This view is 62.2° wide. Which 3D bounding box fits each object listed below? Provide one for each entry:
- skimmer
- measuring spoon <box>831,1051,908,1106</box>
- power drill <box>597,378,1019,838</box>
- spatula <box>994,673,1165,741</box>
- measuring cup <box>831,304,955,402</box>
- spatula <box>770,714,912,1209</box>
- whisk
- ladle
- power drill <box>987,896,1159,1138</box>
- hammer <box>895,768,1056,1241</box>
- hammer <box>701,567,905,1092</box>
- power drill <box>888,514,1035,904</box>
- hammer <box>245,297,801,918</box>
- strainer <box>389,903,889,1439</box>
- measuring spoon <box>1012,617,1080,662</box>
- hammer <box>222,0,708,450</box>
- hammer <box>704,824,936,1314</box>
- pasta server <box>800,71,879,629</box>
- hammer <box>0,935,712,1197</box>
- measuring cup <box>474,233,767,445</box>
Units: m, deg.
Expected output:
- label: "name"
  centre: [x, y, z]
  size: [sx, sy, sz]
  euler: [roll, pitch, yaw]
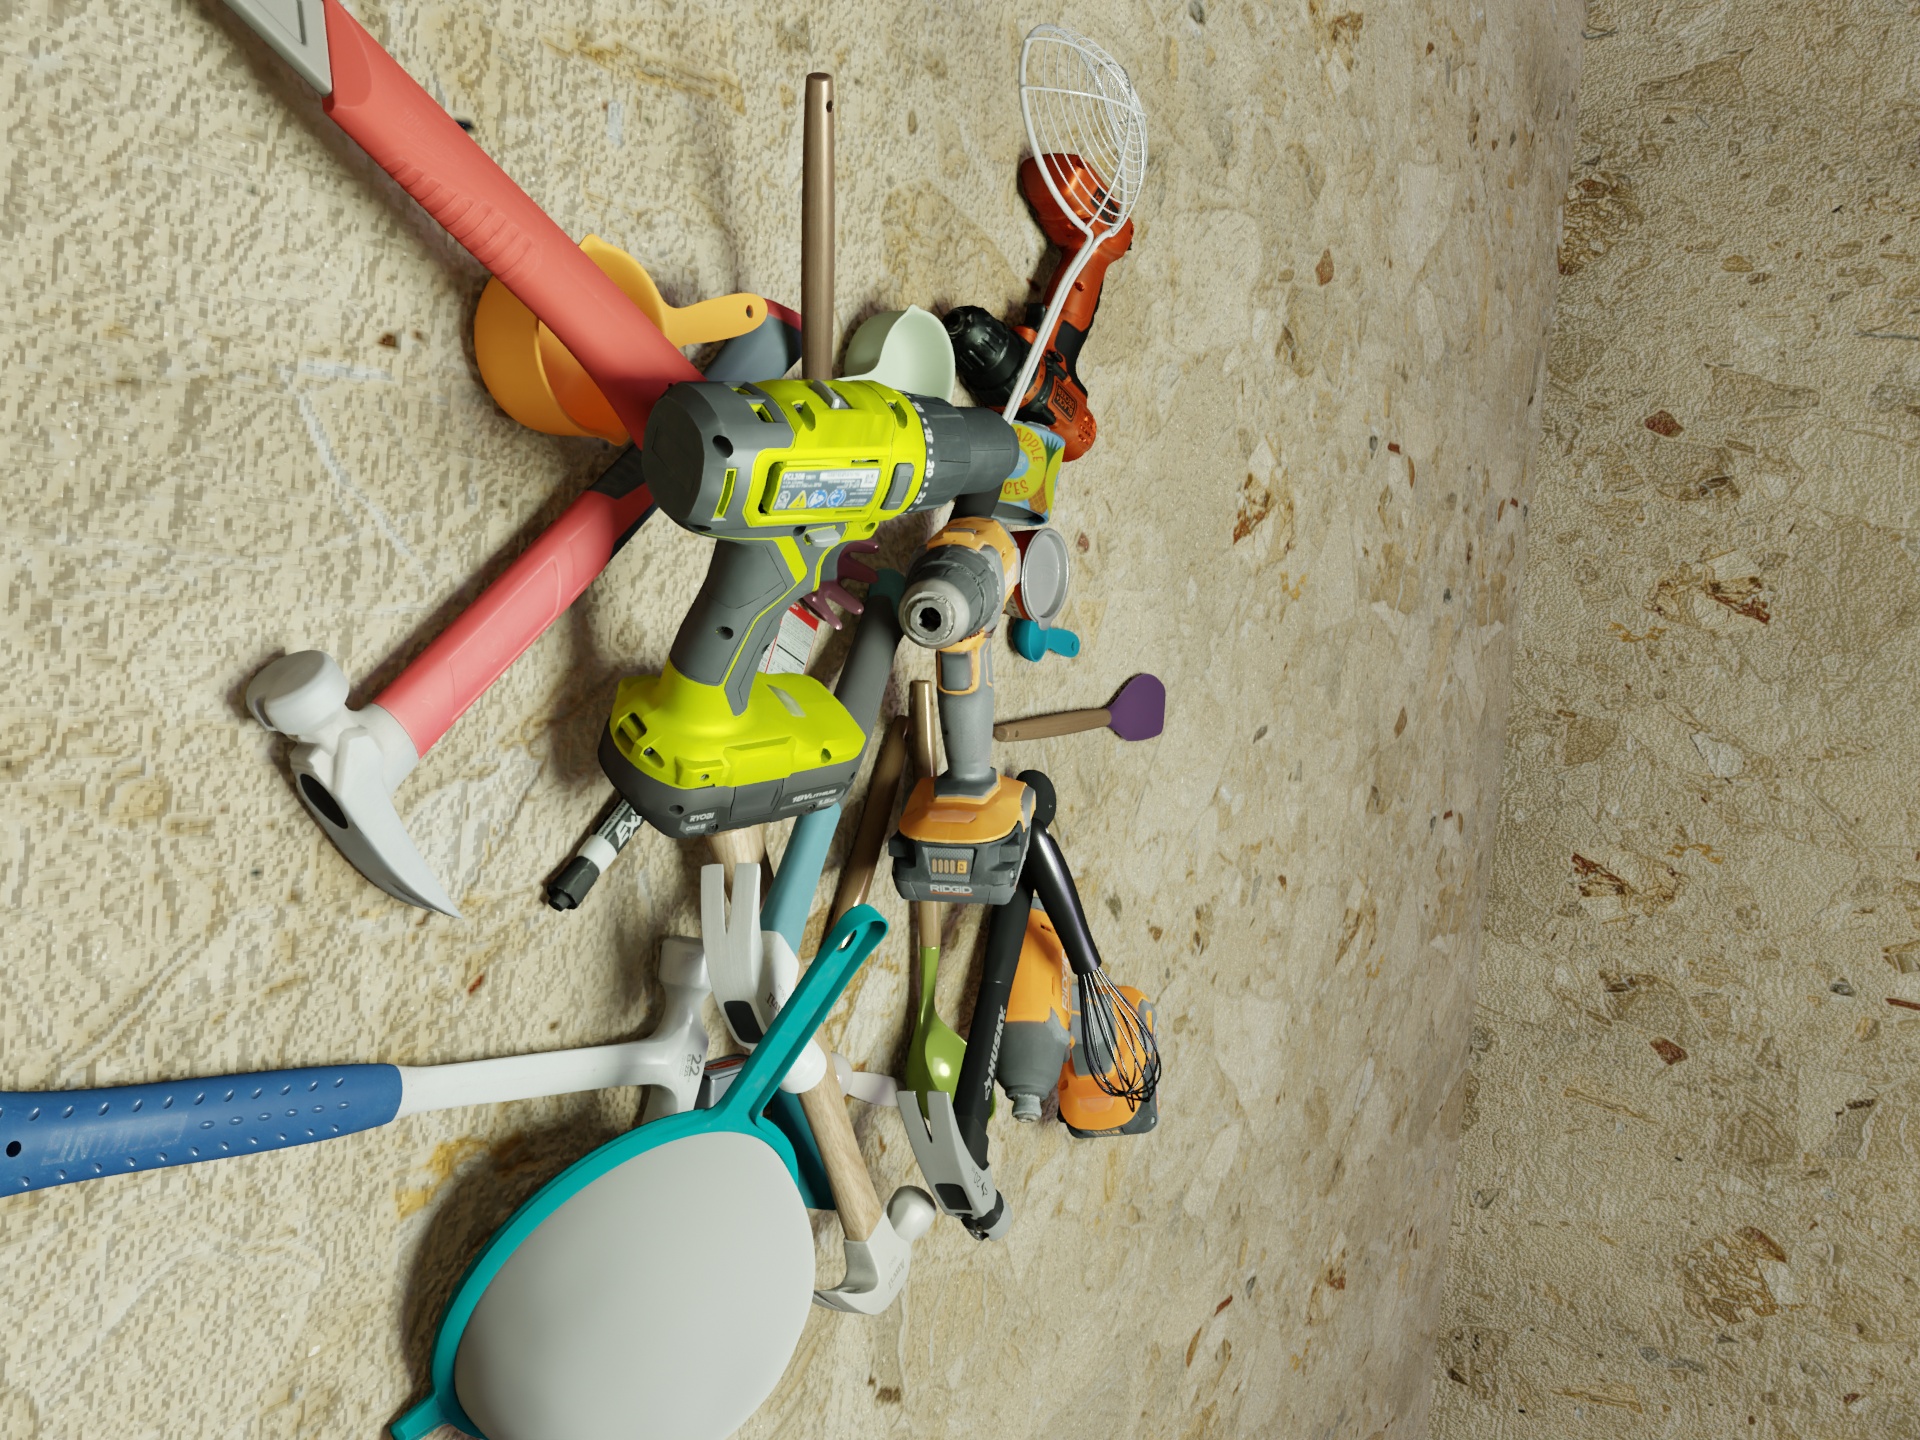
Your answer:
- label: "skimmer"
  centre: [0.024, -0.246, 1.016]
  size: [0.127, 0.090, 0.363]
  euler: [-17, 136, -57]
- label: "measuring spoon"
  centre: [-0.061, 0.249, 1.079]
  size: [0.124, 0.018, 0.034]
  euler: [35, 67, -58]
- label: "power drill"
  centre: [-0.076, -0.060, 0.774]
  size: [0.190, 0.080, 0.228]
  euler: [-9, 134, -40]
- label: "spatula"
  centre: [0.107, -0.003, 1.309]
  size: [0.316, 0.018, 0.060]
  euler: [-9, 103, -60]
- label: "measuring cup"
  centre: [-0.068, -0.201, 0.955]
  size: [0.167, 0.038, 0.083]
  euler: [-29, 122, -46]
- label: "spatula"
  centre: [-0.068, 0.147, 1.019]
  size: [0.082, 0.044, 0.318]
  euler: [34, 66, -53]
- label: "whisk"
  centre: [0.089, 0.176, 1.136]
  size: [0.055, 0.055, 0.239]
  euler: [-40, 114, -49]
- label: "ladle"
  centre: [-0.010, 0.131, 1.104]
  size: [0.078, 0.062, 0.320]
  euler: [-28, 118, -69]
- label: "power drill"
  centre: [0.084, 0.252, 1.234]
  size: [0.226, 0.084, 0.164]
  euler: [49, 37, -50]
- label: "hammer"
  centre: [0.025, 0.171, 1.098]
  size: [0.146, 0.035, 0.335]
  euler: [64, 30, -44]
- label: "hammer"
  centre: [-0.076, 0.038, 0.919]
  size: [0.128, 0.033, 0.331]
  euler: [65, 30, -42]
- label: "power drill"
  centre: [-0.002, -0.003, 0.971]
  size: [0.185, 0.084, 0.226]
  euler: [-60, 151, -73]
- label: "hammer"
  centre: [-0.177, -0.082, 0.790]
  size: [0.386, 0.038, 0.143]
  euler: [-56, 142, -37]
- label: "strainer"
  centre: [-0.112, 0.253, 0.786]
  size: [0.210, 0.095, 0.340]
  euler: [22, 103, -52]
- label: "measuring spoon"
  centre: [0.066, -0.063, 1.233]
  size: [0.128, 0.021, 0.042]
  euler: [9, 88, -69]
- label: "hammer"
  centre: [-0.214, -0.239, 0.625]
  size: [0.358, 0.037, 0.149]
  euler: [43, 61, -41]
- label: "hammer"
  centre: [-0.088, 0.205, 0.929]
  size: [0.130, 0.031, 0.331]
  euler: [-50, 129, -58]
- label: "pasta server"
  centre: [-0.072, -0.190, 0.871]
  size: [0.060, 0.040, 0.316]
  euler: [-43, 148, -42]
- label: "hammer"
  centre: [-0.251, 0.175, 0.723]
  size: [0.405, 0.035, 0.144]
  euler: [11, 87, -60]
- label: "measuring cup"
  centre: [-0.163, -0.190, 0.776]
  size: [0.173, 0.052, 0.095]
  euler: [-34, 125, -54]
